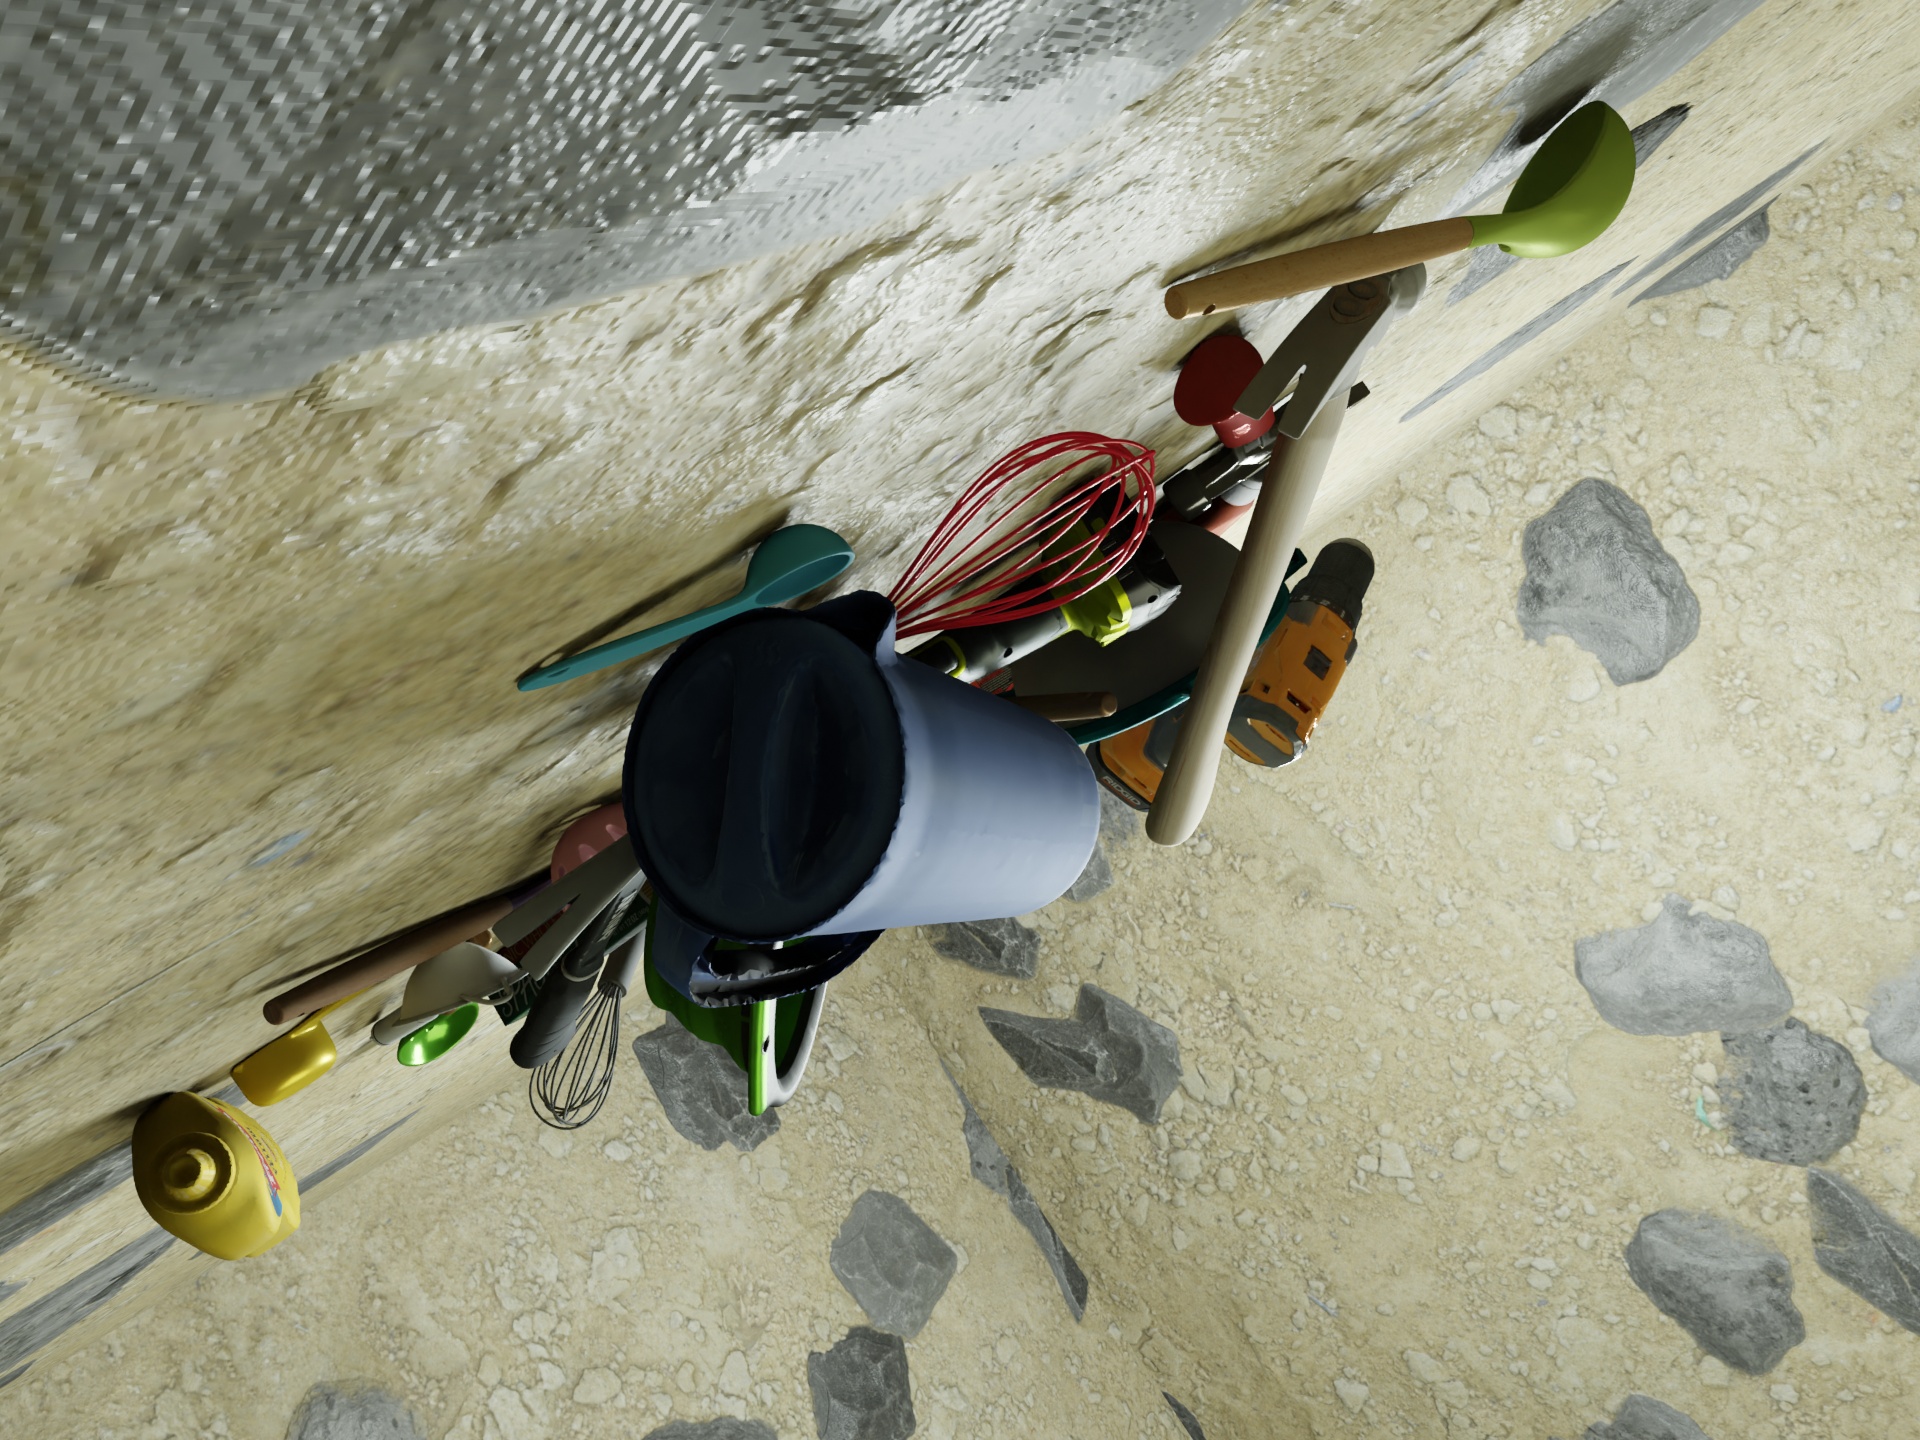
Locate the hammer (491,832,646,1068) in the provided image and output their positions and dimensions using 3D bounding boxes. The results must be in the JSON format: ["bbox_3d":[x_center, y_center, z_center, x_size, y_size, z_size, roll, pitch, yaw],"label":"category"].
[{"bbox_3d":[-0.209,0.133,0.877,0.149,0.036,0.408,-39,175,-33],"label":"hammer"}]

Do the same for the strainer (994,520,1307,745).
[{"bbox_3d":[0.066,-0.061,1.139,0.340,0.095,0.211,-17,-160,41],"label":"strainer"}]

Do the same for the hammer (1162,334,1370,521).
[{"bbox_3d":[0.169,-0.177,0.905,0.149,0.037,0.359,-35,176,12],"label":"hammer"}]

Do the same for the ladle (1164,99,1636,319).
[{"bbox_3d":[0.197,-0.219,0.699,0.320,0.062,0.078,-23,164,-35],"label":"ladle"}]

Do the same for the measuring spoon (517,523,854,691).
[{"bbox_3d":[-0.099,-0.043,0.567,0.128,0.021,0.042,-23,174,-15],"label":"measuring spoon"}]

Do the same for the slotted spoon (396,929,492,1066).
[{"bbox_3d":[-0.358,0.193,1.124,0.070,0.031,0.313,-32,173,-32],"label":"slotted spoon"}]

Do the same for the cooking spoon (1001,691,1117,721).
[{"bbox_3d":[-0.002,-0.003,1.036,0.069,0.017,0.319,-32,-166,-30],"label":"cooking spoon"}]

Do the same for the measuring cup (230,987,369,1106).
[{"bbox_3d":[-0.360,0.179,0.917,0.156,0.029,0.062,-34,176,26],"label":"measuring cup"}]

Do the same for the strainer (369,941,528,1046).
[{"bbox_3d":[-0.343,0.181,1.019,0.087,0.050,0.258,-22,174,-39],"label":"strainer"}]

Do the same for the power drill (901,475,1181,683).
[{"bbox_3d":[0.009,-0.046,0.915,0.223,0.080,0.171,-31,176,-1],"label":"power drill"}]

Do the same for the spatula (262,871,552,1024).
[{"bbox_3d":[-0.274,0.112,0.905,0.060,0.018,0.316,-37,176,22],"label":"spatula"}]

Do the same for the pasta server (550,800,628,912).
[{"bbox_3d":[-0.140,0.038,0.964,0.060,0.040,0.316,-46,171,31],"label":"pasta server"}]

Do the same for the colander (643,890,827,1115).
[{"bbox_3d":[-0.125,0.096,1.057,0.094,0.204,0.397,8,-155,6],"label":"colander"}]

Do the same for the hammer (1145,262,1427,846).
[{"bbox_3d":[0.150,-0.053,0.866,0.146,0.038,0.410,-49,160,-35],"label":"hammer"}]

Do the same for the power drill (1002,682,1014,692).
[{"bbox_3d":[0.058,-0.003,1.269,0.220,0.078,0.143,-42,-157,-32],"label":"power drill"}]

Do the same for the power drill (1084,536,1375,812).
[{"bbox_3d":[0.201,-0.033,1.156,0.185,0.084,0.226,-58,-166,-28],"label":"power drill"}]

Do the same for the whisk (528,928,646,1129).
[{"bbox_3d":[-0.259,0.196,1.171,0.055,0.055,0.239,-37,-154,35],"label":"whisk"}]

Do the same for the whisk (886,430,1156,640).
[{"bbox_3d":[-0.026,-0.050,0.749,0.296,0.073,0.073,-30,179,33],"label":"whisk"}]
